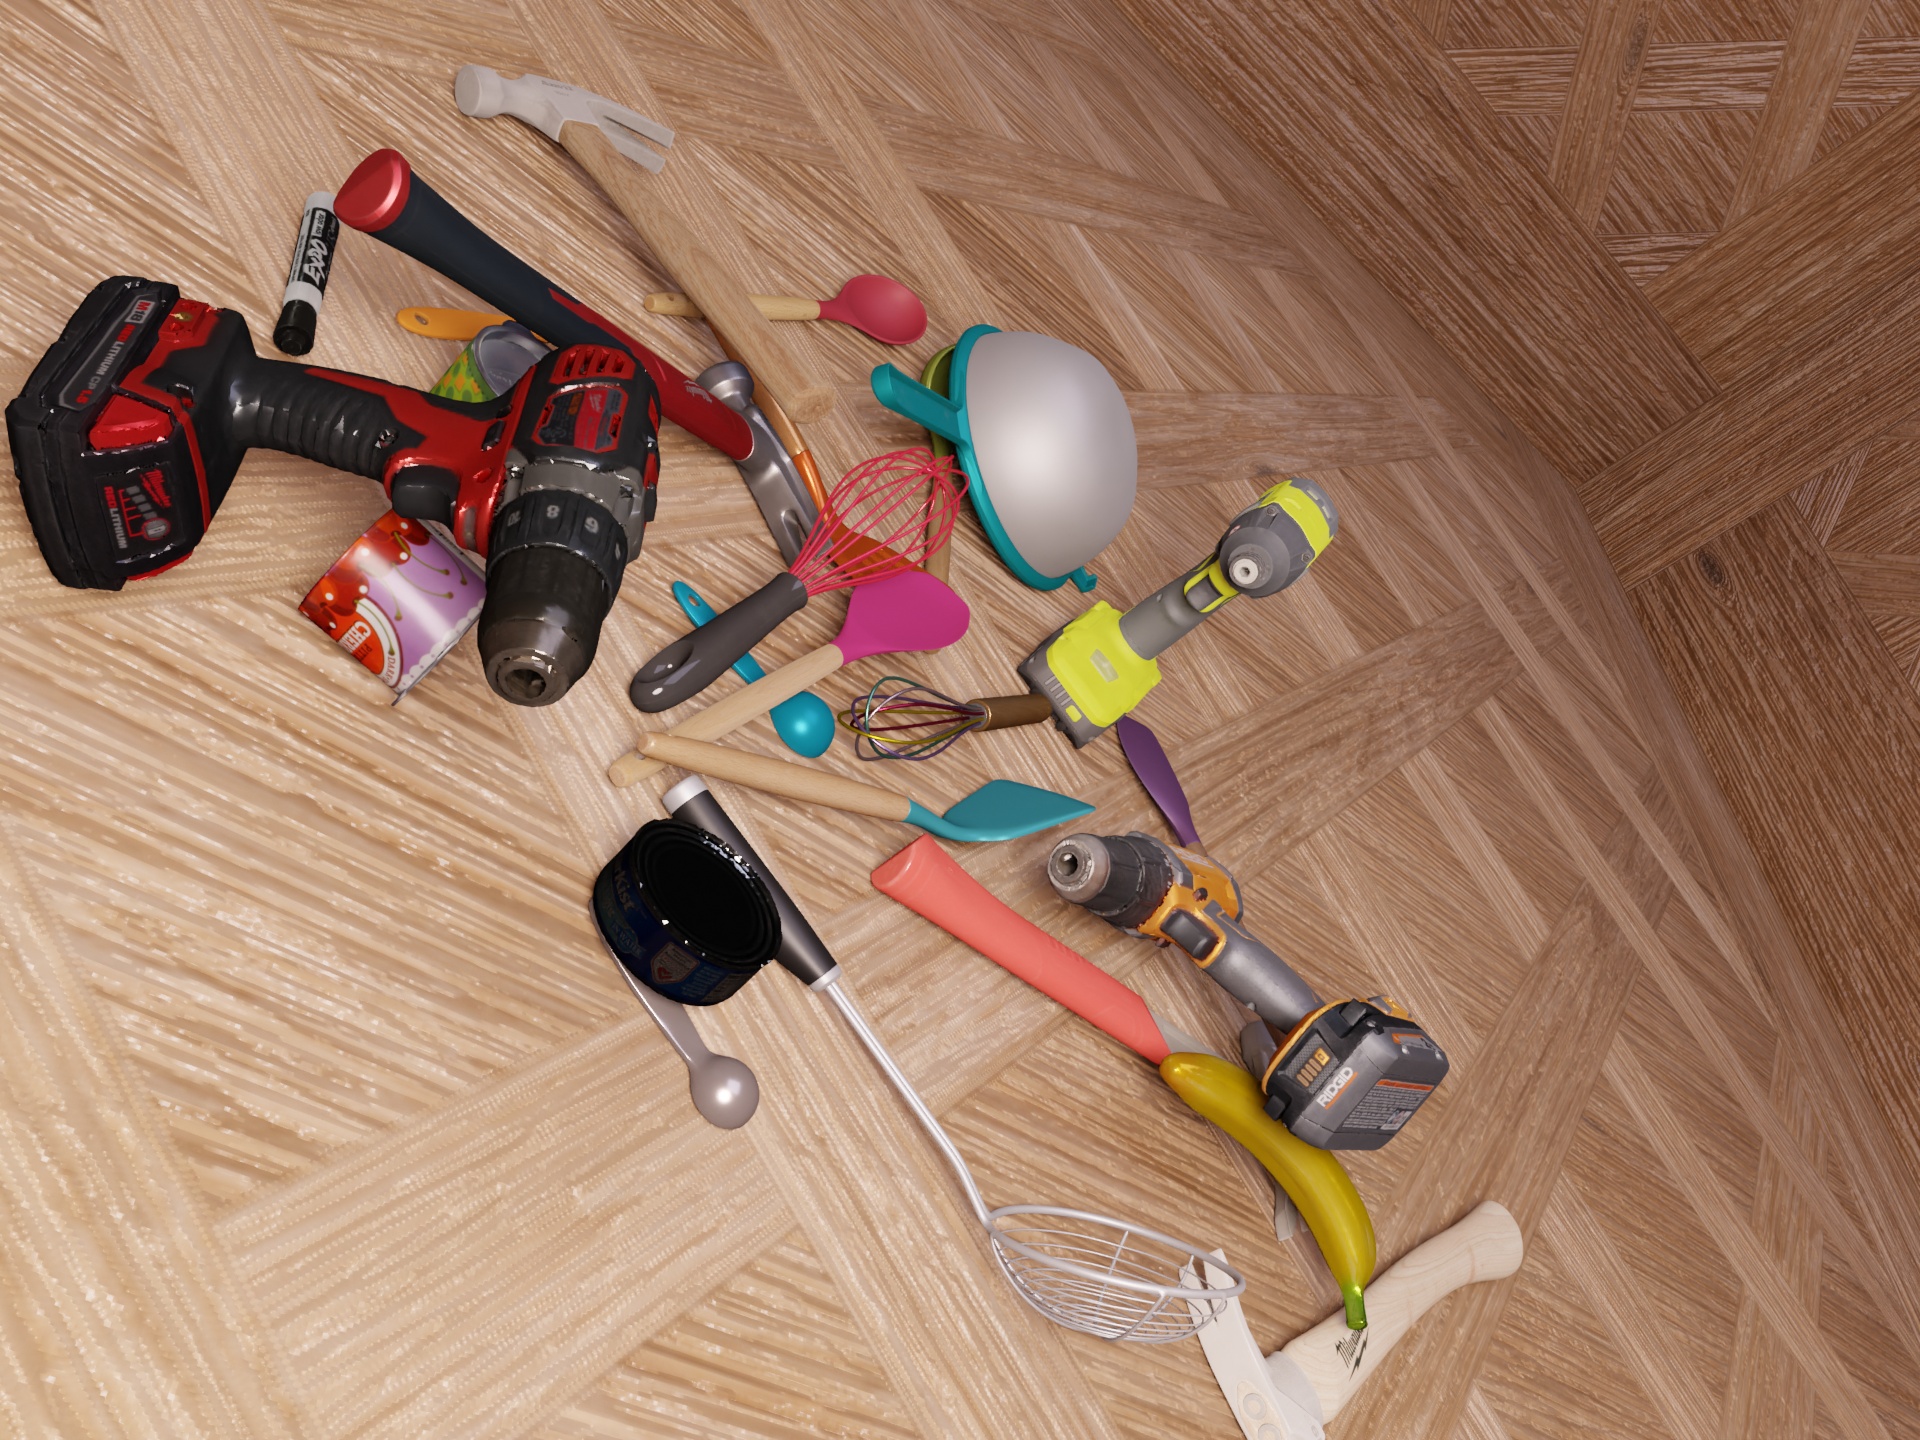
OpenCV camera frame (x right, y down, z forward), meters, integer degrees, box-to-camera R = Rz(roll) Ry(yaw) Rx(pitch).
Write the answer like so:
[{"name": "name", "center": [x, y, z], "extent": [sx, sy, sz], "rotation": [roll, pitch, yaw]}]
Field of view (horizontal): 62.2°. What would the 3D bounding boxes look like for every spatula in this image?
[{"name": "spatula", "center": [-0.111, -0.200, 1.045], "extent": [0.322, 0.041, 0.081], "rotation": [60, 31, 2]}, {"name": "spatula", "center": [0.172, 0.109, 1.122], "extent": [0.059, 0.018, 0.316], "rotation": [24, 32, -39]}, {"name": "spatula", "center": [-0.049, 0.033, 0.879], "extent": [0.317, 0.082, 0.044], "rotation": [18, 88, -48]}]

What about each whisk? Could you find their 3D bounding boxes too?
[{"name": "whisk", "center": [-0.085, -0.083, 0.909], "extent": [0.073, 0.073, 0.296], "rotation": [51, 47, -5]}, {"name": "whisk", "center": [-0.003, -0.004, 1.006], "extent": [0.245, 0.047, 0.051], "rotation": [-7, 88, -62]}]

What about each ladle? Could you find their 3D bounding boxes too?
[{"name": "ladle", "center": [-0.122, -0.301, 1.163], "extent": [0.069, 0.031, 0.315], "rotation": [55, 32, 9]}, {"name": "ladle", "center": [-0.004, -0.167, 1.161], "extent": [0.078, 0.062, 0.320], "rotation": [45, 32, -35]}]

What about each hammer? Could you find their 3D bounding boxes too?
[{"name": "hammer", "center": [0.090, 0.178, 0.951], "extent": [0.358, 0.036, 0.149], "rotation": [36, 34, -28]}, {"name": "hammer", "center": [0.273, 0.363, 1.016], "extent": [0.410, 0.038, 0.146], "rotation": [1, 57, -55]}, {"name": "hammer", "center": [-0.179, -0.298, 0.984], "extent": [0.130, 0.031, 0.331], "rotation": [-12, 55, -47]}, {"name": "hammer", "center": [-0.179, -0.182, 0.835], "extent": [0.143, 0.038, 0.386], "rotation": [62, 13, 15]}]

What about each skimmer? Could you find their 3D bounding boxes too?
[{"name": "skimmer", "center": [-0.007, 0.158, 0.784], "extent": [0.363, 0.090, 0.127], "rotation": [52, -3, 3]}]

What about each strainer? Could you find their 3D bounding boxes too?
[{"name": "strainer", "center": [0.052, -0.215, 1.155], "extent": [0.340, 0.095, 0.211], "rotation": [8, 71, -64]}]

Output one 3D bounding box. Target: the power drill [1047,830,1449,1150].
[{"name": "power drill", "center": [0.159, 0.146, 0.934], "extent": [0.226, 0.084, 0.185], "rotation": [44, 12, 35]}]

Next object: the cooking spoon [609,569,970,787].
[{"name": "cooking spoon", "center": [-0.087, -0.028, 0.896], "extent": [0.069, 0.017, 0.319], "rotation": [41, 36, 11]}]

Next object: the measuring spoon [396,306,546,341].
[{"name": "measuring spoon", "center": [-0.268, -0.224, 0.893], "extent": [0.021, 0.011, 0.117], "rotation": [58, 30, 7]}]

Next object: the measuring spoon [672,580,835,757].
[{"name": "measuring spoon", "center": [-0.114, -0.034, 0.899], "extent": [0.128, 0.021, 0.042], "rotation": [49, 30, -11]}]

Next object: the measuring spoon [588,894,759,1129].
[{"name": "measuring spoon", "center": [-0.128, 0.128, 0.716], "extent": [0.124, 0.018, 0.034], "rotation": [55, 30, 4]}]

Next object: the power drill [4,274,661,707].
[{"name": "power drill", "center": [-0.234, -0.088, 0.619], "extent": [0.226, 0.080, 0.188], "rotation": [6, 45, -8]}]

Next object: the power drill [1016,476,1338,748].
[{"name": "power drill", "center": [0.153, -0.078, 1.116], "extent": [0.080, 0.223, 0.171], "rotation": [52, 30, -1]}]
